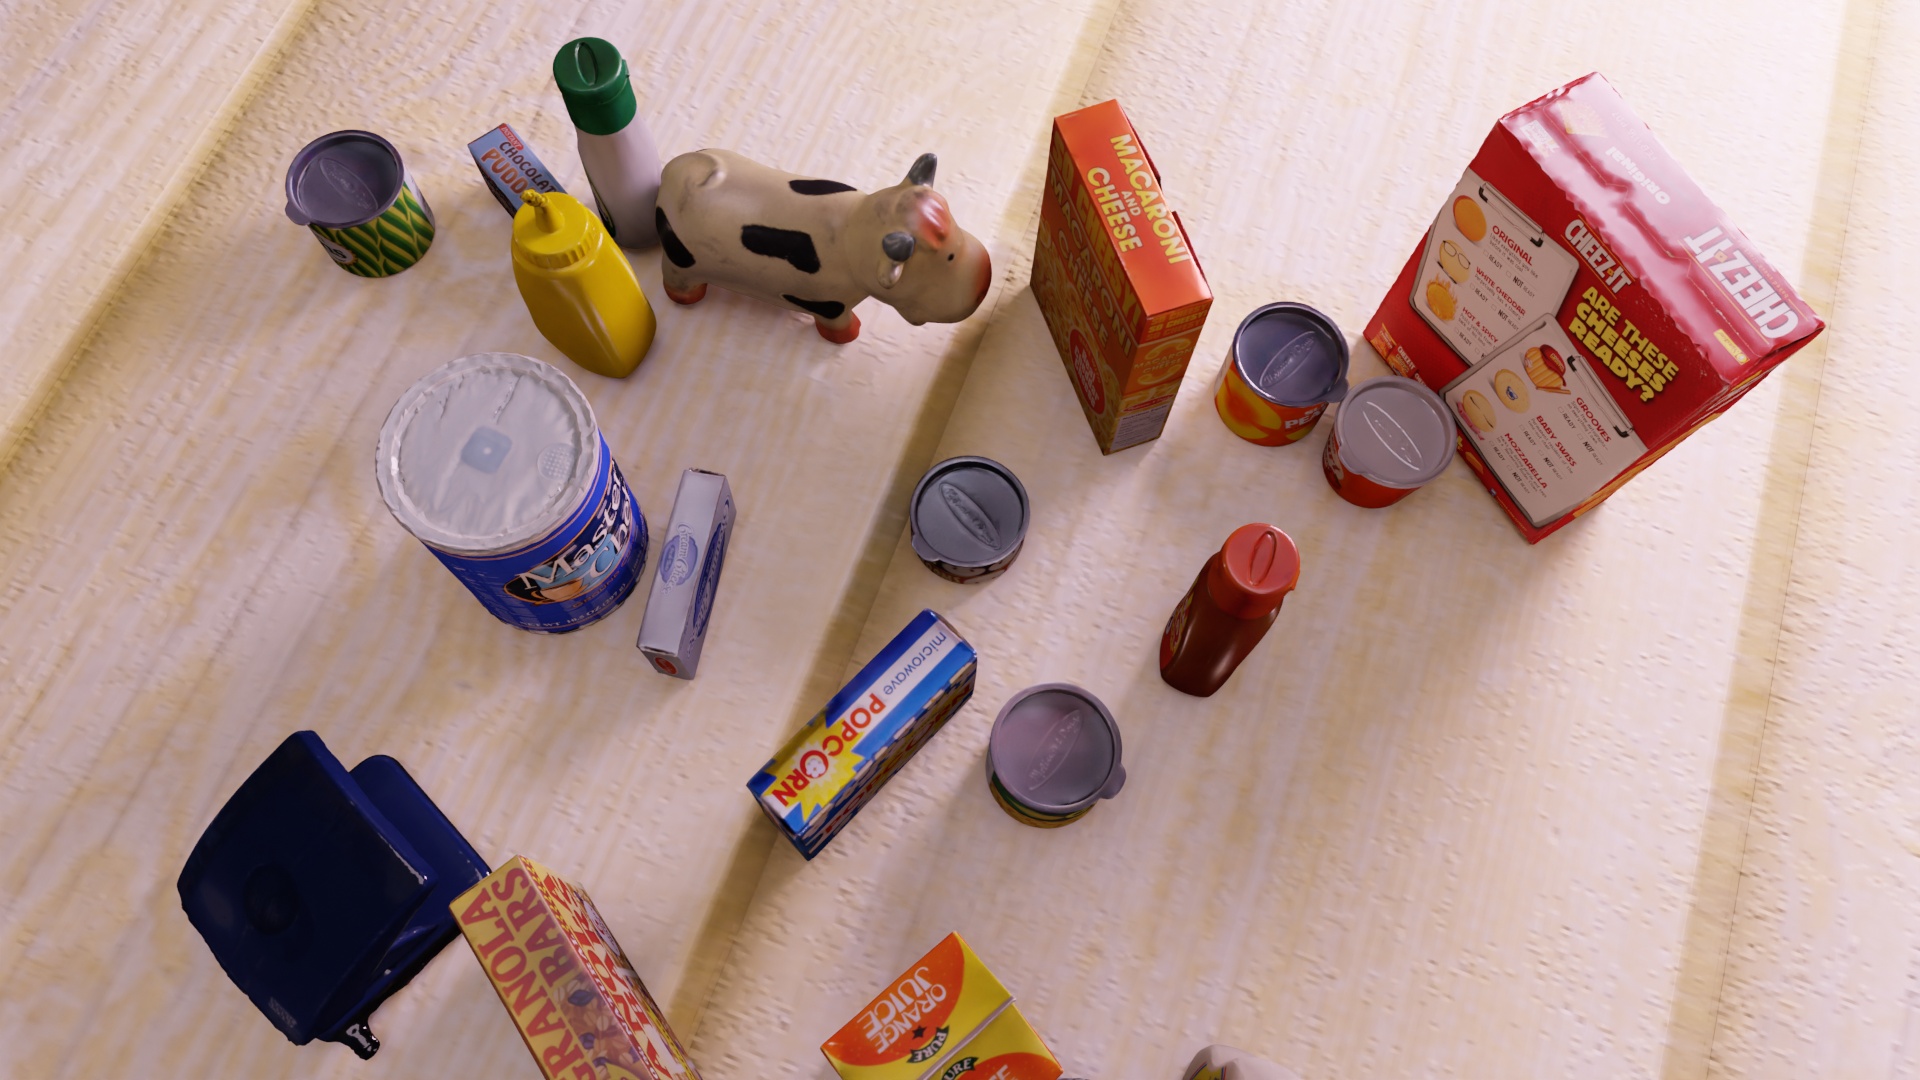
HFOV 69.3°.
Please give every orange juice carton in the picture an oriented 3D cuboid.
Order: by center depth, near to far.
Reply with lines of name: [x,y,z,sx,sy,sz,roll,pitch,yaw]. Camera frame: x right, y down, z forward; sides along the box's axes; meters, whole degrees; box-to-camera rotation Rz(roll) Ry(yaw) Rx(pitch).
orange juice carton: [-0.009,0.224,0.602,0.072,0.192,0.073,-37,76,-14]

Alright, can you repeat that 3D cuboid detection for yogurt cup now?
yogurt cup: [0.239,-0.052,0.787,0.072,0.053,0.072,1,70,-2]

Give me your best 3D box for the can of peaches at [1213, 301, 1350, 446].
can of peaches: [0.185,-0.093,0.798,0.071,0.058,0.071,1,70,-2]

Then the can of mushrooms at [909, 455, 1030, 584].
can of mushrooms: [0.003,-0.010,0.773,0.071,0.033,0.071,1,70,-2]

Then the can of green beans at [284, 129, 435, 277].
can of green beans: [-0.351,-0.197,0.816,0.071,0.057,0.071,1,70,-2]

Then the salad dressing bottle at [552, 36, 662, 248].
salad dressing bottle: [-0.194,-0.221,0.783,0.044,0.147,0.064,-15,72,-7]

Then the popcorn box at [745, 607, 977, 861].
popcorn box: [-0.047,0.099,0.704,0.038,0.085,0.127,42,74,12]

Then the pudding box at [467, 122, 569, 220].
pudding box: [-0.253,-0.201,0.826,0.030,0.049,0.084,-37,75,-14]

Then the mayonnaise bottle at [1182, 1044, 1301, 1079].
mayonnaise bottle: [0.127,0.260,0.618,0.041,0.147,0.065,17,71,4]

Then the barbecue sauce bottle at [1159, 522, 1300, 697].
barbecue sauce bottle: [0.136,0.033,0.701,0.044,0.148,0.065,21,71,6]

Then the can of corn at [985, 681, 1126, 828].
can of corn: [0.049,0.113,0.717,0.071,0.058,0.071,1,70,-2]

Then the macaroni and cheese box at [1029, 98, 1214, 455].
macaroni and cheese box: [0.082,-0.137,0.752,0.040,0.166,0.124,-19,72,-8]

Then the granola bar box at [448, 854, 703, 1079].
granola bar box: [-0.160,0.229,0.631,0.039,0.123,0.166,-34,75,-13]

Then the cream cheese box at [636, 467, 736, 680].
cream cheese box: [-0.146,0.018,0.747,0.024,0.053,0.104,10,70,2]

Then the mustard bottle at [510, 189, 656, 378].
mustard bottle: [-0.207,-0.143,0.747,0.065,0.159,0.049,26,72,7]
